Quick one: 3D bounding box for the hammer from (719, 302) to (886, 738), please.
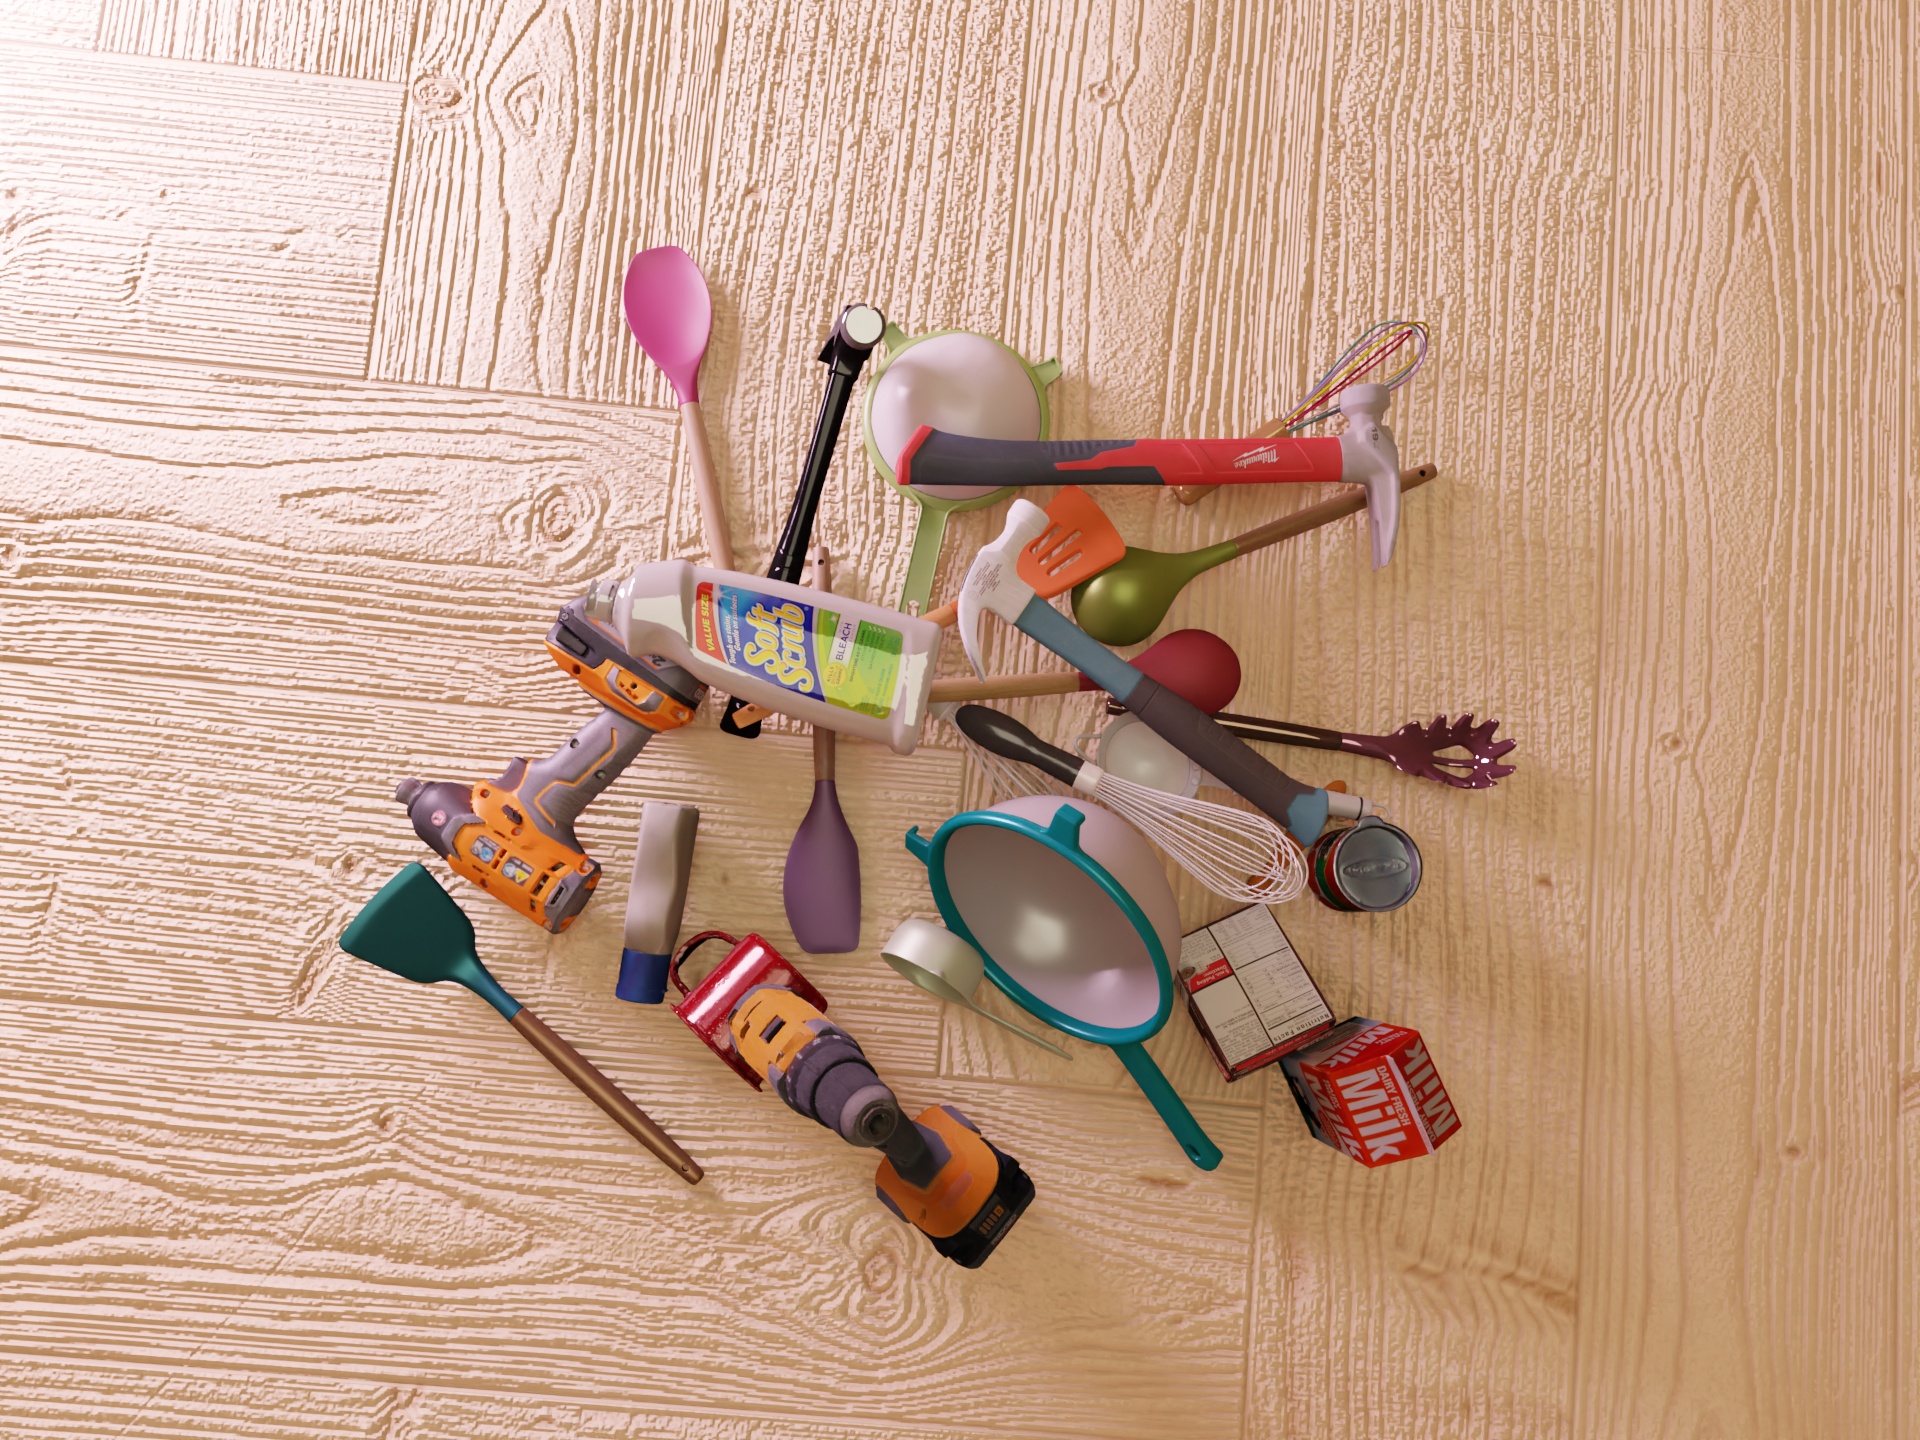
[{"bbox_3d":[-0.124,-0.147,1.213,0.035,0.146,0.335,16,94,-12],"label":"hammer"}]

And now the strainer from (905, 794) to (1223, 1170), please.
[{"bbox_3d":[0.119,0.178,1.170,0.095,0.211,0.340,-45,109,-34],"label":"strainer"}]

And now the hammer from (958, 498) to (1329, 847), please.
[{"bbox_3d":[0.140,-0.017,1.184,0.331,0.033,0.128,36,88,-5],"label":"hammer"}]

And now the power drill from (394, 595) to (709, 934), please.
[{"bbox_3d":[-0.307,0.023,1.190,0.164,0.084,0.226,31,86,2],"label":"power drill"}]

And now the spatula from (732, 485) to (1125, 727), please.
[{"bbox_3d":[-0.028,-0.077,1.205,0.322,0.041,0.081,-28,63,-13],"label":"spatula"}]

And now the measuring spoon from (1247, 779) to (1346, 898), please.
[{"bbox_3d":[0.264,0.092,1.241,0.021,0.011,0.117,40,83,3],"label":"measuring spoon"}]

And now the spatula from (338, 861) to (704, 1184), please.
[{"bbox_3d":[-0.313,0.237,1.179,0.317,0.044,0.082,41,79,2],"label":"spatula"}]

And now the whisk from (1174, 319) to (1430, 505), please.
[{"bbox_3d":[0.274,-0.248,1.272,0.245,0.047,0.051,-34,87,-3],"label":"whisk"}]

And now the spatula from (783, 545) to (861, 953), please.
[{"bbox_3d":[-0.108,0.021,1.230,0.060,0.018,0.316,0,83,-3],"label":"spatula"}]

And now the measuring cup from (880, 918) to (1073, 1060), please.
[{"bbox_3d":[0.020,0.200,1.190,0.167,0.083,0.038,31,71,-8],"label":"measuring cup"}]

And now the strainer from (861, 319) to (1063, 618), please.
[{"bbox_3d":[-0.014,-0.193,1.236,0.151,0.069,0.256,13,81,-1],"label":"strainer"}]

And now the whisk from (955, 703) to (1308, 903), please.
[{"bbox_3d":[0.122,0.058,1.170,0.284,0.070,0.070,27,82,8],"label":"whisk"}]

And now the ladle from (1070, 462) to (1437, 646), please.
[{"bbox_3d":[0.235,-0.142,1.263,0.320,0.062,0.078,-22,84,-12],"label":"ladle"}]

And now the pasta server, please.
[{"bbox_3d":[0.271,0.010,1.240,0.316,0.040,0.060,9,70,0],"label":"pasta server"}]

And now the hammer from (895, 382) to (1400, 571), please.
[{"bbox_3d":[0.144,-0.181,1.207,0.386,0.038,0.143,-2,85,-7],"label":"hammer"}]

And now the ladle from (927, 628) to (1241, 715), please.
[{"bbox_3d":[0.063,-0.029,1.207,0.315,0.031,0.069,-4,82,-6],"label":"ladle"}]

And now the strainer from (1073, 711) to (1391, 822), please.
[{"bbox_3d":[0.208,0.050,1.227,0.258,0.050,0.087,12,72,-4],"label":"strainer"}]

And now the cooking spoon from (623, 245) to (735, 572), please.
[{"bbox_3d":[-0.209,-0.225,1.257,0.068,0.017,0.319,-12,83,-4],"label":"cooking spoon"}]

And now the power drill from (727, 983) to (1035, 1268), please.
[{"bbox_3d":[-0.046,0.280,1.080,0.084,0.185,0.226,-49,118,-12],"label":"power drill"}]

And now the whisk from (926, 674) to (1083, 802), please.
[{"bbox_3d":[-0.002,-0.004,1.225,0.246,0.058,0.059,43,114,7],"label":"whisk"}]
